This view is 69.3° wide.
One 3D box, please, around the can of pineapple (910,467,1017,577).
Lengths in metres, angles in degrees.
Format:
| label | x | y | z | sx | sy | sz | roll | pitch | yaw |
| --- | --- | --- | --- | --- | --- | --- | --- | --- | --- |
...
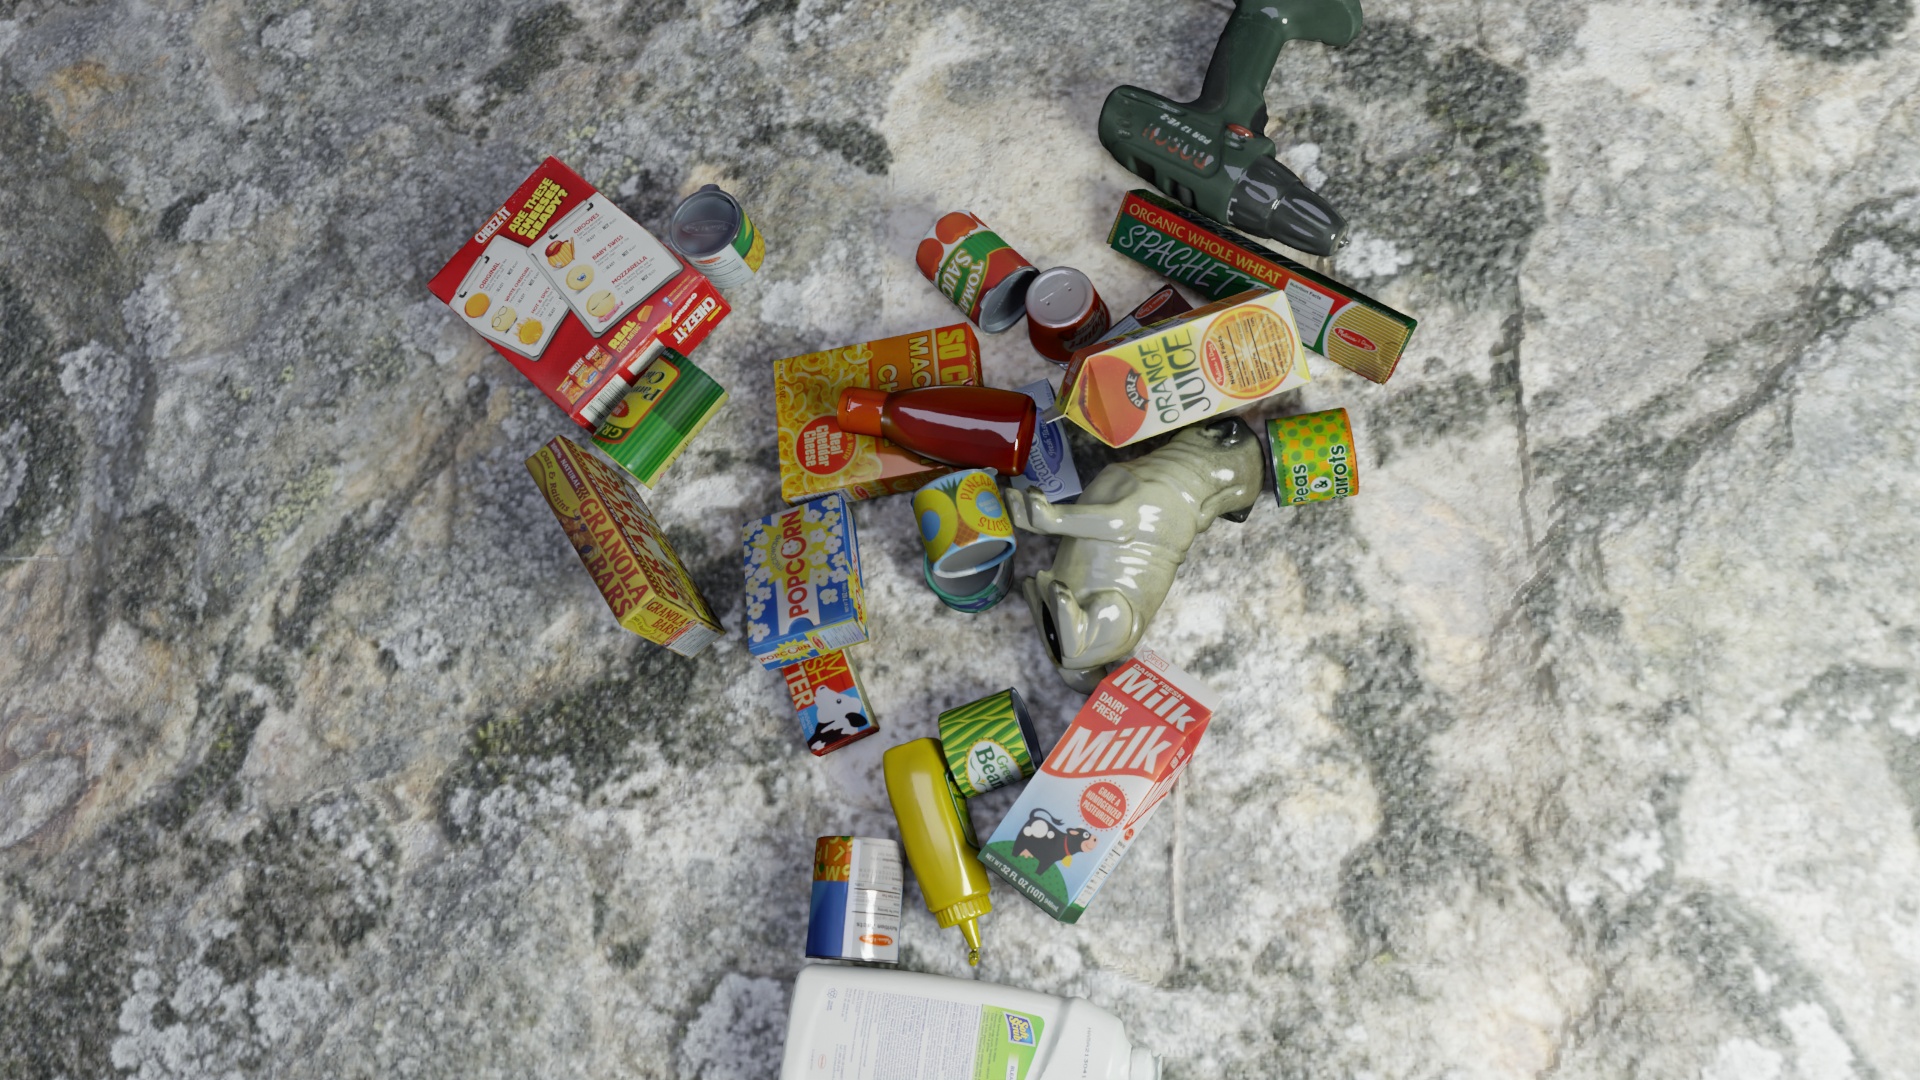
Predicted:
| label | x | y | z | sx | sy | sz | roll | pitch | yaw |
| --- | --- | --- | --- | --- | --- | --- | --- | --- | --- |
| can of pineapple | 0.004 | -0.013 | 1.021 | 0.071 | 0.071 | 0.058 | -21 | 69 | 7 |

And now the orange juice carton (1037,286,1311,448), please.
| label | x | y | z | sx | sy | sz | roll | pitch | yaw |
| --- | --- | --- | --- | --- | --- | --- | --- | --- | --- |
| orange juice carton | 0.151 | -0.123 | 1.030 | 0.193 | 0.072 | 0.073 | -19 | 102 | 2 |

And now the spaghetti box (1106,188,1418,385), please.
| label | x | y | z | sx | sy | sz | roll | pitch | yaw |
| --- | --- | --- | --- | --- | --- | --- | --- | --- | --- |
| spaghetti box | 0.228 | -0.200 | 1.073 | 0.250 | 0.029 | 0.050 | 32 | 123 | 22 |

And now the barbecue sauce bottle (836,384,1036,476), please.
| label | x | y | z | sx | sy | sz | roll | pitch | yaw |
| --- | --- | --- | --- | --- | --- | --- | --- | --- | --- |
| barbecue sauce bottle | -0.020 | -0.090 | 1.059 | 0.148 | 0.043 | 0.065 | 10 | 83 | 16 |

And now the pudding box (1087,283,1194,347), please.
| label | x | y | z | sx | sy | sz | roll | pitch | yaw |
| --- | --- | --- | --- | --- | --- | --- | --- | --- | --- |
| pudding box | 0.148 | -0.155 | 1.090 | 0.084 | 0.030 | 0.050 | -38 | 66 | -1 |

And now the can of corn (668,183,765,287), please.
| label | x | y | z | sx | sy | sz | roll | pitch | yaw |
| --- | --- | --- | --- | --- | --- | --- | --- | --- | --- |
| can of corn | -0.209 | -0.262 | 1.201 | 0.071 | 0.058 | 0.071 | -4 | 71 | 13 |

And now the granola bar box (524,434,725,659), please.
| label | x | y | z | sx | sy | sz | roll | pitch | yaw |
| --- | --- | --- | --- | --- | --- | --- | --- | --- | --- |
| granola bar box | -0.261 | 0.006 | 1.088 | 0.039 | 0.124 | 0.166 | -37 | 67 | 2 |

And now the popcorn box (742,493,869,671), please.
| label | x | y | z | sx | sy | sz | roll | pitch | yaw |
| --- | --- | --- | --- | --- | --- | --- | --- | --- | --- |
| popcorn box | -0.121 | 0.031 | 1.072 | 0.085 | 0.038 | 0.127 | -17 | 49 | 7 |

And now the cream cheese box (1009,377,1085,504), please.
| label | x | y | z | sx | sy | sz | roll | pitch | yaw |
| --- | --- | --- | --- | --- | --- | --- | --- | --- | --- |
| cream cheese box | 0.060 | -0.071 | 1.087 | 0.053 | 0.024 | 0.104 | -19 | 68 | 9 |

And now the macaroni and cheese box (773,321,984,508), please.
| label | x | y | z | sx | sy | sz | roll | pitch | yaw |
| --- | --- | --- | --- | --- | --- | --- | --- | --- | --- |
| macaroni and cheese box | -0.064 | -0.099 | 1.119 | 0.166 | 0.040 | 0.124 | -10 | 70 | 11 |

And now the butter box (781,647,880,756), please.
| label | x | y | z | sx | sy | sz | roll | pitch | yaw |
| --- | --- | --- | --- | --- | --- | --- | --- | --- | --- |
| butter box | -0.105 | 0.109 | 1.068 | 0.053 | 0.024 | 0.104 | -25 | 68 | 5 |

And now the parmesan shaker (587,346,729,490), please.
| label | x | y | z | sx | sy | sz | roll | pitch | yaw |
| --- | --- | --- | --- | --- | --- | --- | --- | --- | --- |
| parmesan shaker | -0.251 | -0.103 | 1.155 | 0.071 | 0.071 | 0.103 | 36 | 83 | 22 |

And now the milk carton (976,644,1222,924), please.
| label | x | y | z | sx | sy | sz | roll | pitch | yaw |
| --- | --- | --- | --- | --- | --- | --- | --- | --- | --- |
| milk carton | 0.101 | 0.167 | 0.970 | 0.072 | 0.073 | 0.191 | 34 | 83 | 22 |

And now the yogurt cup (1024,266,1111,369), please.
| label | x | y | z | sx | sy | sz | roll | pitch | yaw |
| --- | --- | --- | --- | --- | --- | --- | --- | --- | --- |
| yogurt cup | 0.083 | -0.181 | 1.103 | 0.072 | 0.054 | 0.072 | -4 | 70 | 13 |

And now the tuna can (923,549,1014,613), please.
| label | x | y | z | sx | sy | sz | roll | pitch | yaw |
| --- | --- | --- | --- | --- | --- | --- | --- | --- | --- |
| tuna can | 0.004 | 0.020 | 1.066 | 0.071 | 0.032 | 0.071 | -4 | 71 | 12 |

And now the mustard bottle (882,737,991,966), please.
| label | x | y | z | sx | sy | sz | roll | pitch | yaw |
| --- | --- | --- | --- | --- | --- | --- | --- | --- | --- |
| mustard bottle | -0.011 | 0.221 | 0.988 | 0.049 | 0.065 | 0.160 | -22 | 74 | 8 |

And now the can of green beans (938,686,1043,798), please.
| label | x | y | z | sx | sy | sz | roll | pitch | yaw |
| --- | --- | --- | --- | --- | --- | --- | --- | --- | --- |
| can of green beans | 0.022 | 0.146 | 1.001 | 0.058 | 0.071 | 0.071 | -21 | 68 | 7 |

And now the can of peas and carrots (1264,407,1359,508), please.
| label | x | y | z | sx | sy | sz | roll | pitch | yaw |
| --- | --- | --- | --- | --- | --- | --- | --- | --- | --- |
| can of peas and carrots | 0.255 | -0.059 | 1.010 | 0.059 | 0.071 | 0.071 | -9 | 70 | 11 |

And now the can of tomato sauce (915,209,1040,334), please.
| label | x | y | z | sx | sy | sz | roll | pitch | yaw |
| --- | --- | --- | --- | --- | --- | --- | --- | --- | --- |
| can of tomato sauce | 0.013 | -0.218 | 1.124 | 0.071 | 0.071 | 0.083 | -43 | 67 | -2 |

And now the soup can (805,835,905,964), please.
| label | x | y | z | sx | sy | sz | roll | pitch | yaw |
| --- | --- | --- | --- | --- | --- | --- | --- | --- | --- |
| soup can | -0.076 | 0.256 | 0.990 | 0.071 | 0.071 | 0.084 | -1 | 71 | 14 |
